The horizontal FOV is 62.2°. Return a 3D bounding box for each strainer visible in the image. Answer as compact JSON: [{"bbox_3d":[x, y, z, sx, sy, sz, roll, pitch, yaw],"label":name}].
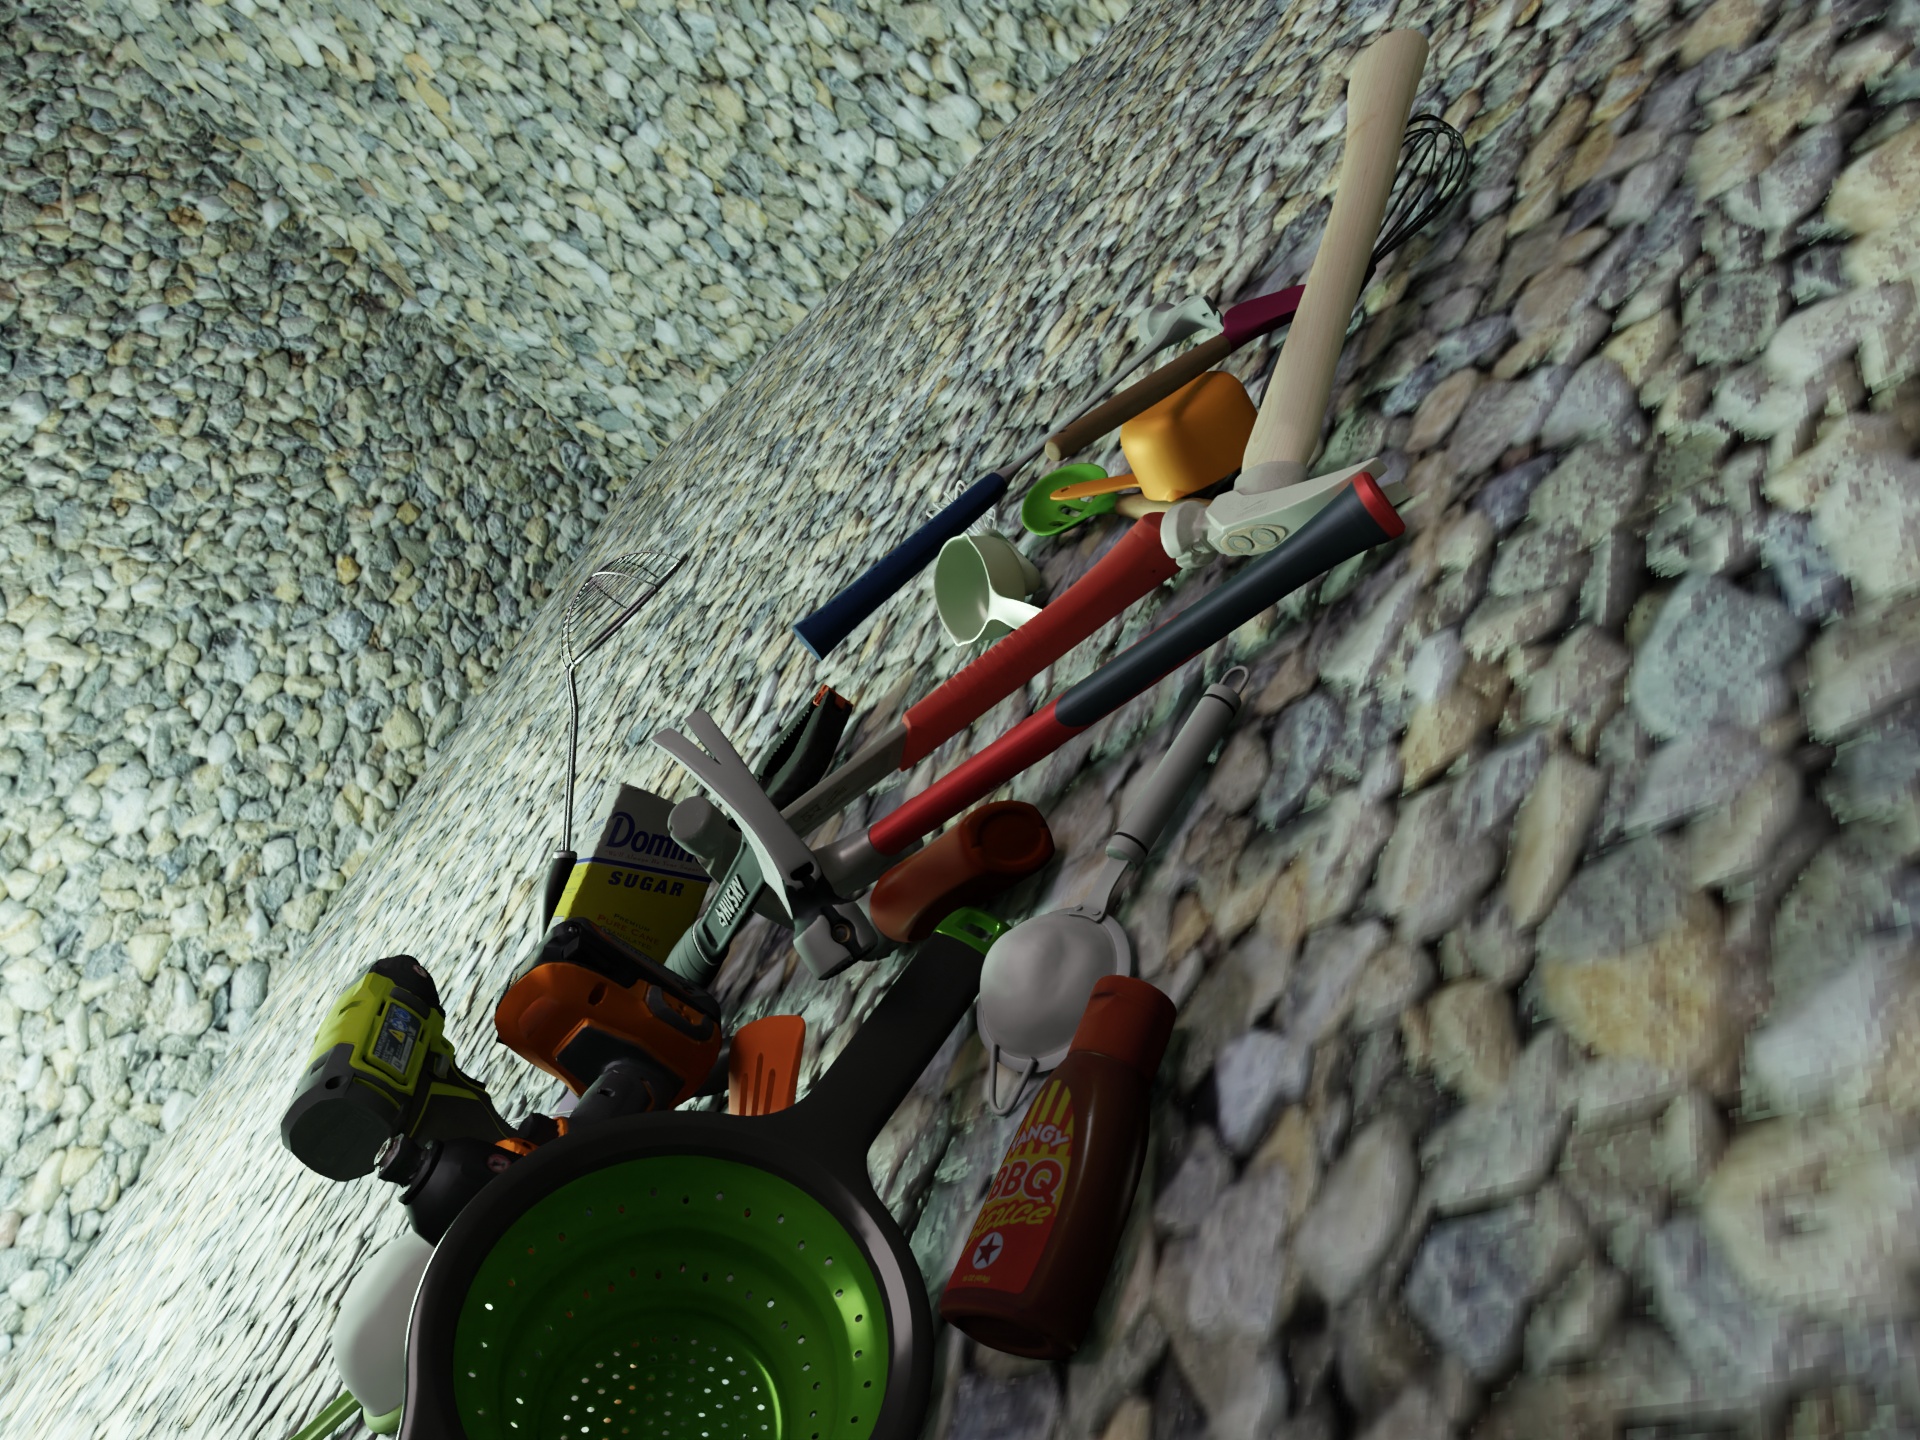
[{"bbox_3d":[-0.408,0.425,1.077,0.256,0.069,0.152,-43,21,13],"label":"strainer"},{"bbox_3d":[0.073,0.068,0.763,0.087,0.050,0.258,7,54,48],"label":"strainer"}]

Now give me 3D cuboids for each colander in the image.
[{"bbox_3d":[-0.081,0.229,0.711,0.397,0.204,0.094,-48,-22,-47],"label":"colander"}]

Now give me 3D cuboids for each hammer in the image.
[{"bbox_3d":[0.233,-0.272,0.945,0.146,0.038,0.411,-12,49,48],"label":"hammer"},{"bbox_3d":[-0.147,0.120,0.929,0.036,0.149,0.408,-31,-8,-26],"label":"hammer"},{"bbox_3d":[-0.002,-0.003,0.984,0.359,0.149,0.037,-36,51,4],"label":"hammer"},{"bbox_3d":[0.038,-0.188,1.196,0.405,0.035,0.144,-41,16,-7],"label":"hammer"},{"bbox_3d":[0.061,-0.007,0.853,0.386,0.038,0.143,-35,-10,25],"label":"hammer"}]

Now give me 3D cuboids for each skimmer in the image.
[{"bbox_3d":[-0.270,0.044,1.225,0.127,0.090,0.363,168,107,-67],"label":"skimmer"}]

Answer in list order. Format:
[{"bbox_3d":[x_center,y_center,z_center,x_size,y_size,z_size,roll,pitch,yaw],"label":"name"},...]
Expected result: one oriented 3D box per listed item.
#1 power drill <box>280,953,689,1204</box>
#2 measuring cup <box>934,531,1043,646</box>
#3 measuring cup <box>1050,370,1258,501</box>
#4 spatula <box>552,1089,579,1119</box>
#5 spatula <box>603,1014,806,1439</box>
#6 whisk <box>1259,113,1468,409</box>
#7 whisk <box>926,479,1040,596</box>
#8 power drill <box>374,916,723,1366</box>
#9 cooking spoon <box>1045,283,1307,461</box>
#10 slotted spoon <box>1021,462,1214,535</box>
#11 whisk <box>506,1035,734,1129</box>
[{"bbox_3d":[-0.260,0.228,0.897,0.080,0.223,0.171,-45,20,10],"label":"power drill"},{"bbox_3d":[0.040,-0.080,1.096,0.168,0.038,0.083,29,121,51],"label":"measuring cup"},{"bbox_3d":[0.116,-0.181,1.042,0.174,0.052,0.095,-6,32,44],"label":"measuring cup"},{"bbox_3d":[-0.227,0.230,1.064,0.316,0.018,0.060,-40,16,53],"label":"spatula"},{"bbox_3d":[-0.154,0.301,0.814,0.081,0.041,0.323,-22,34,50],"label":"spatula"},{"bbox_3d":[0.257,-0.291,1.023,0.239,0.055,0.055,-57,21,-9],"label":"whisk"},{"bbox_3d":[0.021,-0.140,1.243,0.247,0.059,0.057,-123,38,-65],"label":"whisk"},{"bbox_3d":[-0.203,0.202,0.815,0.084,0.164,0.227,-47,21,18],"label":"power drill"},{"bbox_3d":[0.150,-0.227,1.001,0.069,0.017,0.319,8,33,41],"label":"cooking spoon"},{"bbox_3d":[0.119,-0.141,1.060,0.070,0.031,0.314,-48,22,-7],"label":"slotted spoon"},{"bbox_3d":[-0.226,0.258,1.025,0.284,0.070,0.070,-31,26,29],"label":"whisk"}]
